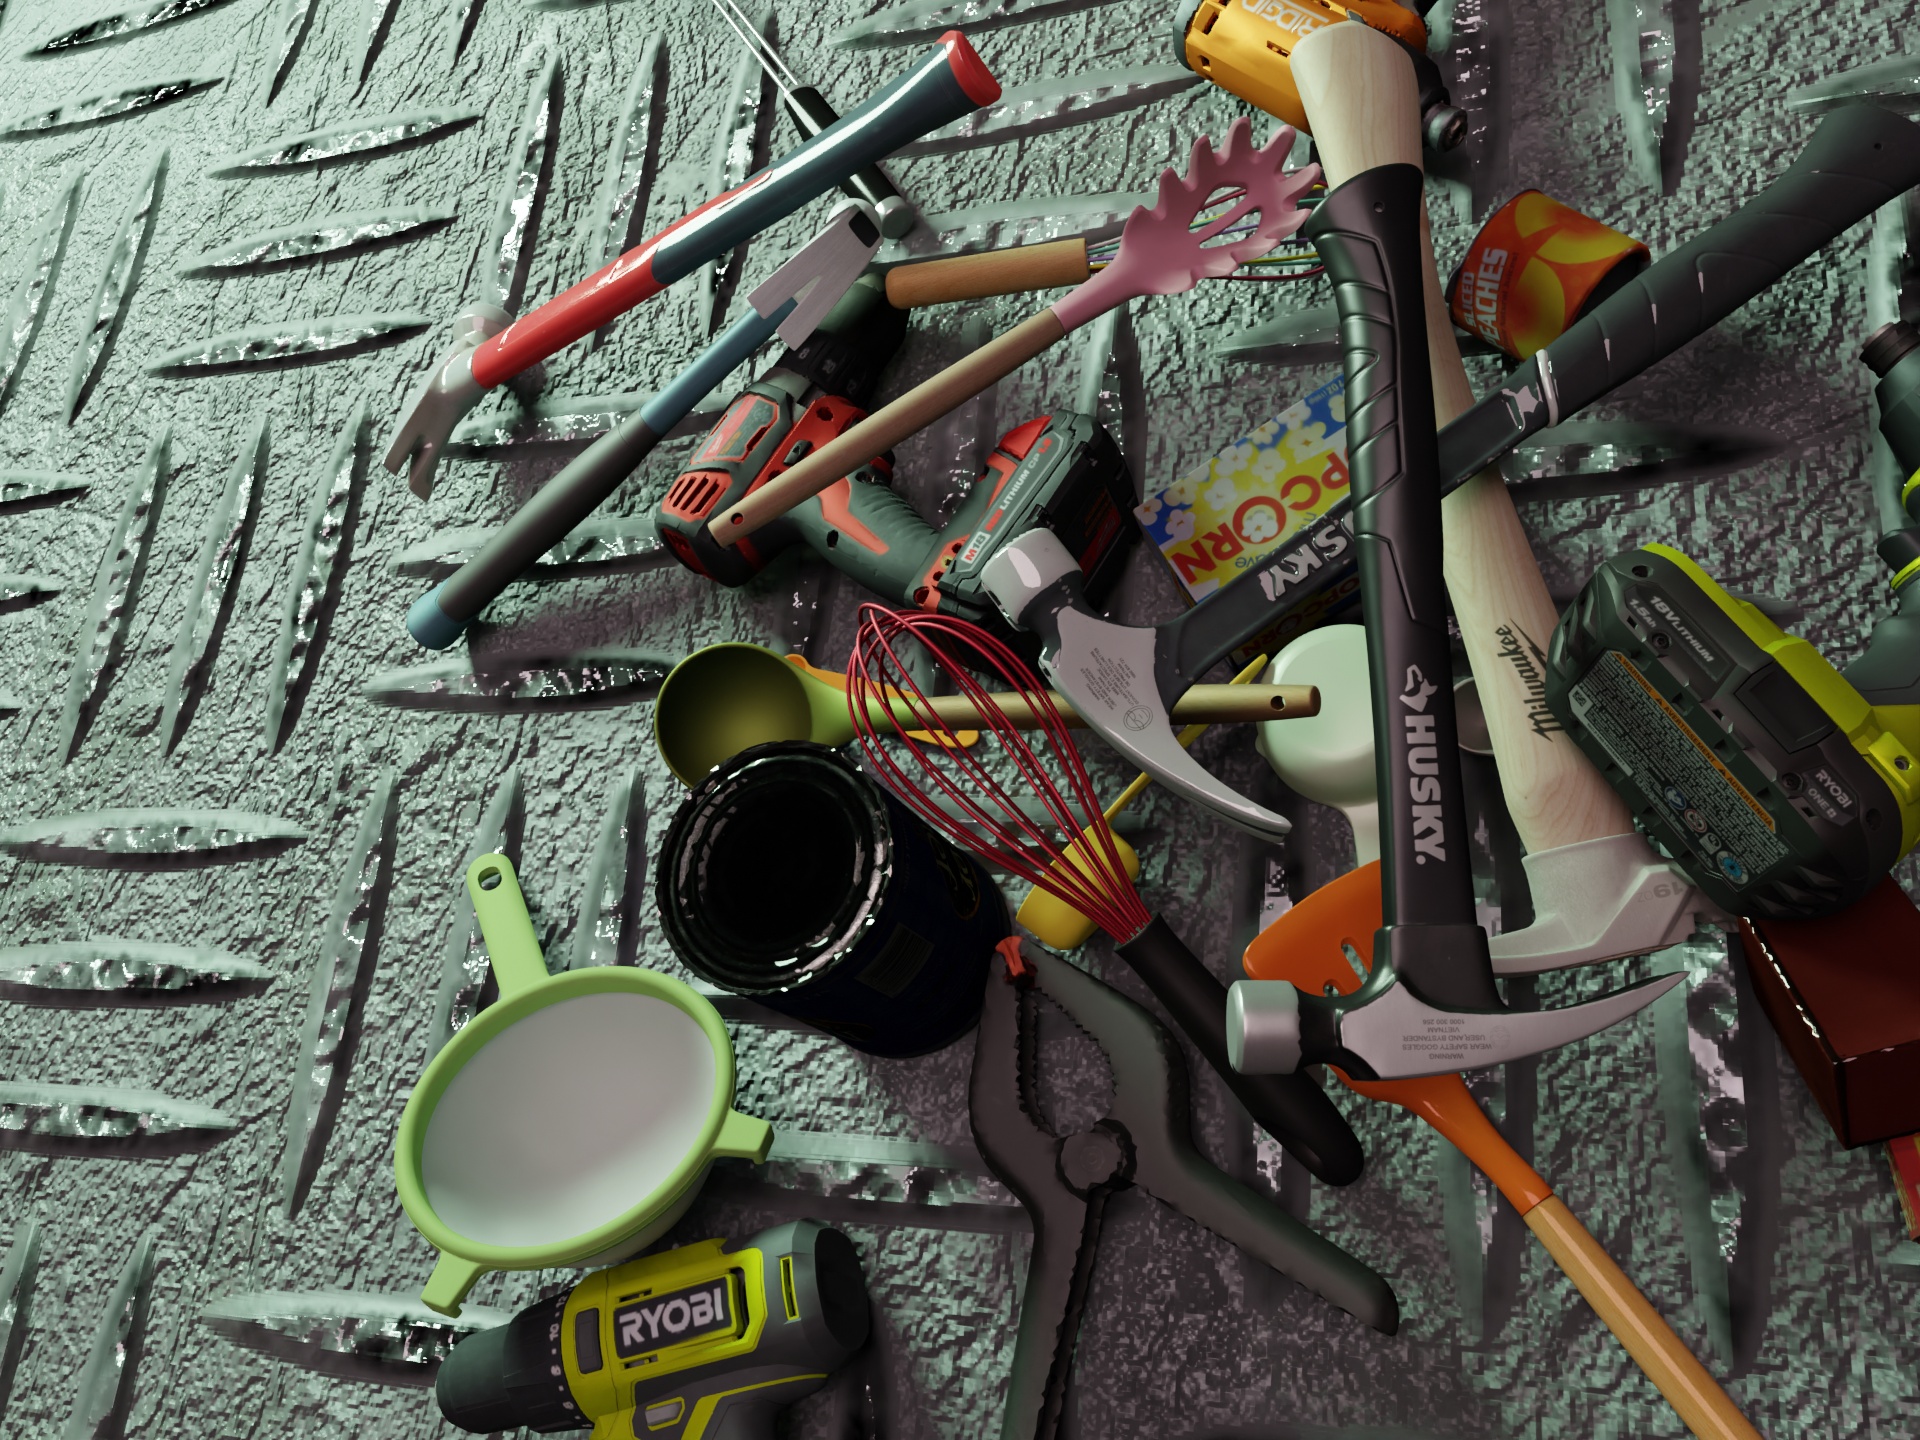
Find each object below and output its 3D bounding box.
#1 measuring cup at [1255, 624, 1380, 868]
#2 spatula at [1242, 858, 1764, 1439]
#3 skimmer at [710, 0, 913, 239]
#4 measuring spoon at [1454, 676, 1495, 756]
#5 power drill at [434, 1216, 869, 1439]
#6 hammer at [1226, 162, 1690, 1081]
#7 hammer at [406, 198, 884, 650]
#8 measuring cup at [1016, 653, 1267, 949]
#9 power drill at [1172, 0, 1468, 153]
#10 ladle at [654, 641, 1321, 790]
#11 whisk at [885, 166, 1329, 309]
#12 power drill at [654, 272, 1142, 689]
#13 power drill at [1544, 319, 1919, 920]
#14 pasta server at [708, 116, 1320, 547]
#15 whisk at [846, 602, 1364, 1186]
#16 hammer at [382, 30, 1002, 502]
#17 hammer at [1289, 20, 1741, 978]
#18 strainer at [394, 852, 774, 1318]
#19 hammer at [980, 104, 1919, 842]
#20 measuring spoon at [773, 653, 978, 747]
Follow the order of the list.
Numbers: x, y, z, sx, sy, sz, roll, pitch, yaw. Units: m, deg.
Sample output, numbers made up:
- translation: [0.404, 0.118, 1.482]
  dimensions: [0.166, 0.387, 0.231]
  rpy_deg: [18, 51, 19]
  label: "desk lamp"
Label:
- translation: [0.168, 0.036, 0.659]
  dimensions: [0.083, 0.038, 0.168]
  rpy_deg: [-14, 62, 16]
  label: "measuring cup"
- translation: [0.226, 0.193, 0.571]
  dimensions: [0.081, 0.041, 0.323]
  rpy_deg: [-30, 61, -14]
  label: "spatula"
- translation: [-0.120, -0.425, 0.934]
  dimensions: [0.127, 0.090, 0.364]
  rpy_deg: [-21, 60, -23]
  label: "skimmer"
- translation: [0.244, 0.033, 0.648]
  dimensions: [0.034, 0.018, 0.124]
  rpy_deg: [-38, 67, 0]
  label: "measuring spoon"
- translation: [-0.120, 0.331, 0.633]
  dimensions: [0.190, 0.080, 0.229]
  rpy_deg: [-20, 61, 13]
  label: "power drill"
- translation: [0.163, -0.044, 0.563]
  dimensions: [0.146, 0.035, 0.335]
  rpy_deg: [-1, 76, 3]
  label: "hammer"
- translation: [-0.170, -0.149, 0.837]
  dimensions: [0.331, 0.033, 0.128]
  rpy_deg: [-38, 19, 16]
  label: "hammer"
- translation: [0.086, 0.037, 0.680]
  dimensions: [0.029, 0.062, 0.156]
  rpy_deg: [43, 90, 14]
  label: "measuring cup"
- translation: [0.235, -0.383, 0.784]
  dimensions: [0.226, 0.084, 0.164]
  rpy_deg: [-48, 61, 2]
  label: "power drill"
- translation: [-0.001, -0.002, 0.703]
  dimensions: [0.320, 0.062, 0.078]
  rpy_deg: [-2, 95, 32]
  label: "ladle"
- translation: [0.084, -0.229, 0.777]
  dimensions: [0.245, 0.051, 0.047]
  rpy_deg: [-6, 81, 10]
  label: "whisk"
- translation: [-0.024, -0.128, 0.784]
  dimensions: [0.227, 0.080, 0.188]
  rpy_deg: [24, 72, 32]
  label: "power drill"
- translation: [0.333, -0.044, 0.572]
  dimensions: [0.223, 0.080, 0.171]
  rpy_deg: [-30, 69, -13]
  label: "power drill"
- translation: [0.021, -0.169, 0.721]
  dimensions: [0.316, 0.040, 0.060]
  rpy_deg: [-32, 86, -1]
  label: "pasta server"
- translation: [0.056, 0.068, 0.623]
  dimensions: [0.073, 0.073, 0.296]
  rpy_deg: [-41, 89, 2]
  label: "whisk"
- translation: [-0.148, -0.233, 0.816]
  dimensions: [0.386, 0.038, 0.143]
  rpy_deg: [-20, 42, 31]
  label: "hammer"
- translation: [0.192, -0.102, 0.648]
  dimensions: [0.146, 0.038, 0.411]
  rpy_deg: [-12, 75, -1]
  label: "hammer"
- translation: [-0.187, 0.159, 0.742]
  dimensions: [0.151, 0.069, 0.257]
  rpy_deg: [-25, 41, -12]
  label: "strainer"
- translation: [0.214, -0.113, 0.613]
  dimensions: [0.409, 0.036, 0.149]
  rpy_deg: [-35, 76, -6]
  label: "hammer"
- translation: [-0.041, -0.008, 0.779]
  dimensions: [0.117, 0.011, 0.021]
  rpy_deg: [19, 77, 23]
  label: "measuring spoon"
